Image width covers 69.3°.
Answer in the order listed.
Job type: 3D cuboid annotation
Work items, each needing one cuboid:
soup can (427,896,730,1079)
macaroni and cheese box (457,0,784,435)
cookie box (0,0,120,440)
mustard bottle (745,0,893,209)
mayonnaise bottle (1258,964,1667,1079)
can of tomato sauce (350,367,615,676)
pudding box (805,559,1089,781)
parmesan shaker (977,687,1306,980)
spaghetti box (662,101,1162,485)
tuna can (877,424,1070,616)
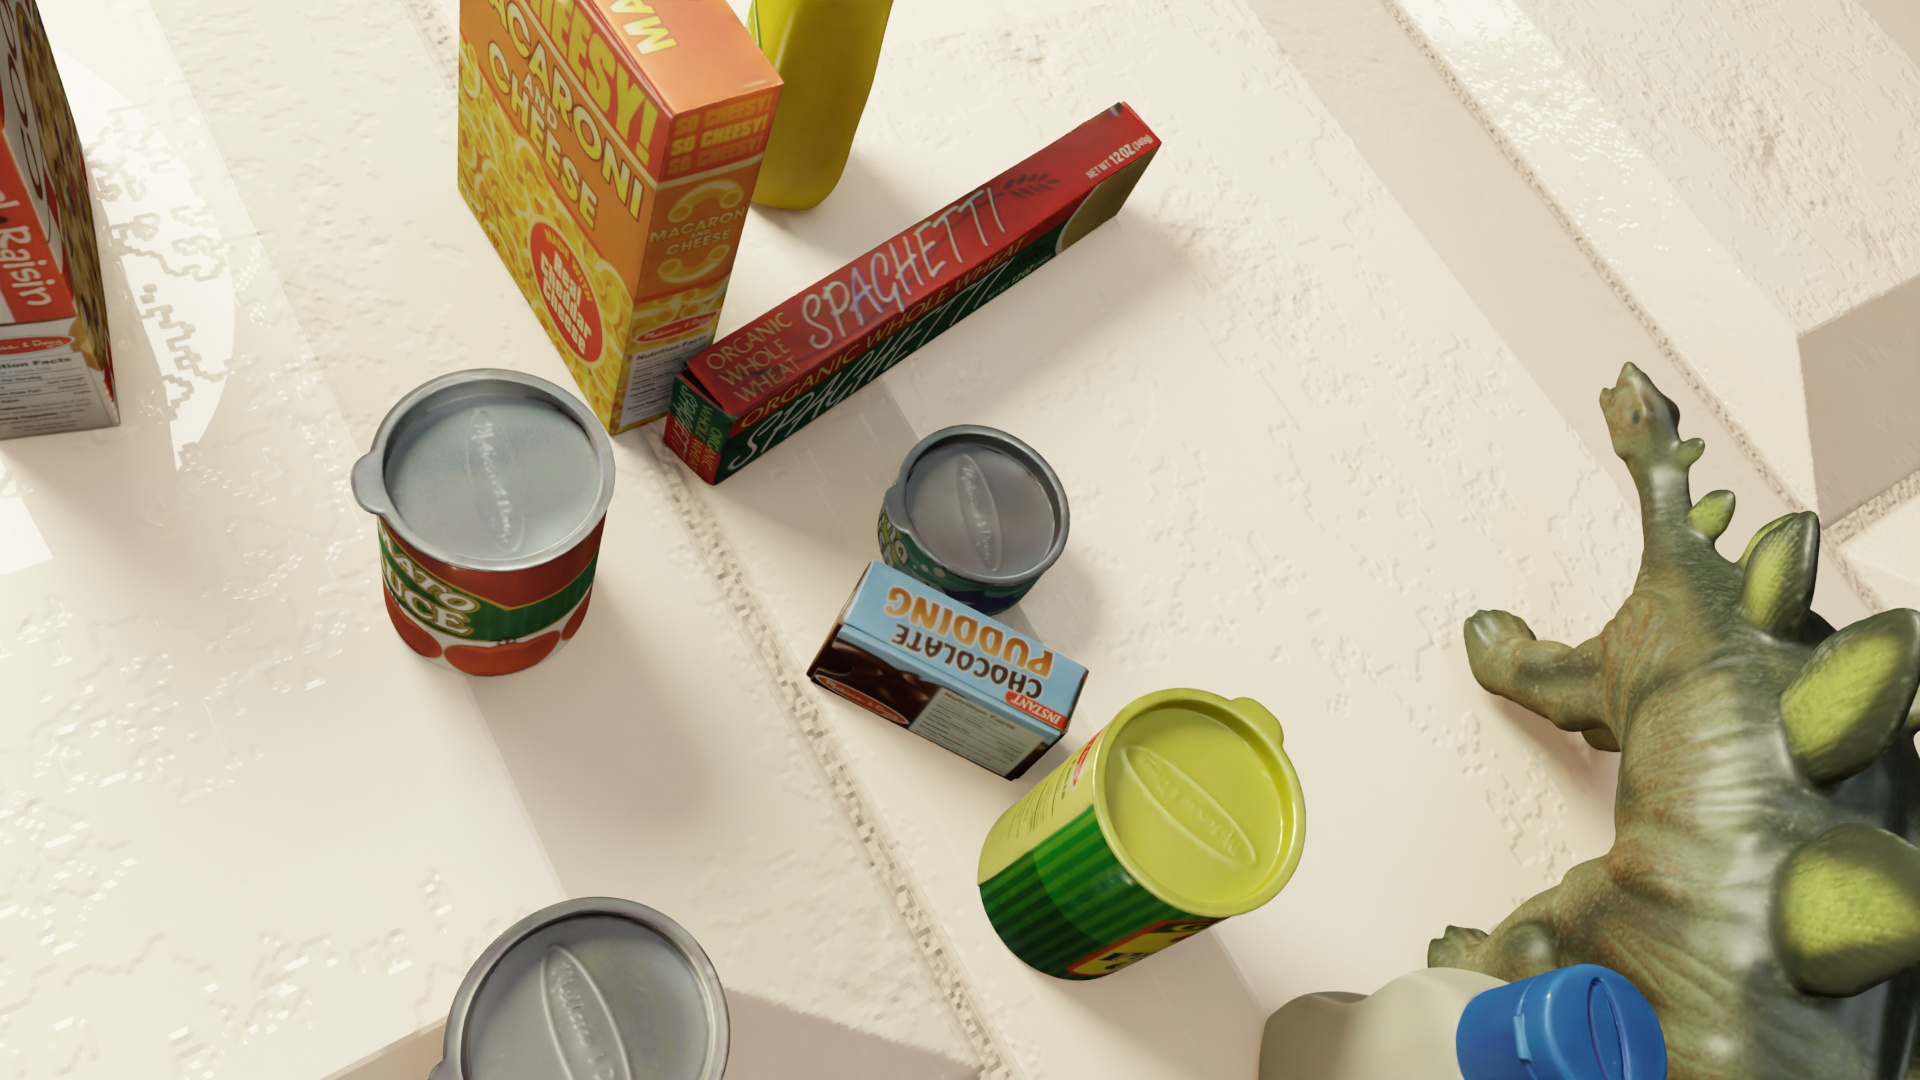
[{"bbox_3d":[-0.103,0.137,0.366,0.071,0.083,0.071,9,60,-15],"label":"soup can"},{"bbox_3d":[-0.120,-0.129,0.456,0.040,0.165,0.124,-26,74,-29],"label":"macaroni and cheese box"},{"bbox_3d":[-0.284,-0.124,0.394,0.040,0.166,0.123,-11,67,-24],"label":"cookie box"},{"bbox_3d":[-0.054,-0.193,0.518,0.049,0.159,0.065,3,62,-18],"label":"mustard bottle"},{"bbox_3d":[0.138,0.156,0.404,0.041,0.147,0.065,10,60,-15],"label":"mayonnaise bottle"},{"bbox_3d":[-0.146,-0.002,0.427,0.071,0.082,0.071,9,60,-15],"label":"can of tomato sauce"},{"bbox_3d":[-0.005,0.045,0.471,0.084,0.049,0.030,27,57,-4],"label":"pudding box"},{"bbox_3d":[0.054,0.094,0.434,0.071,0.102,0.071,9,60,-15],"label":"parmesan shaker"},{"bbox_3d":[-0.012,-0.104,0.550,0.029,0.050,0.251,46,58,8],"label":"spaghetti box"},{"bbox_3d":[0.002,-0.006,0.512,0.071,0.032,0.071,9,60,-15],"label":"tuna can"}]
